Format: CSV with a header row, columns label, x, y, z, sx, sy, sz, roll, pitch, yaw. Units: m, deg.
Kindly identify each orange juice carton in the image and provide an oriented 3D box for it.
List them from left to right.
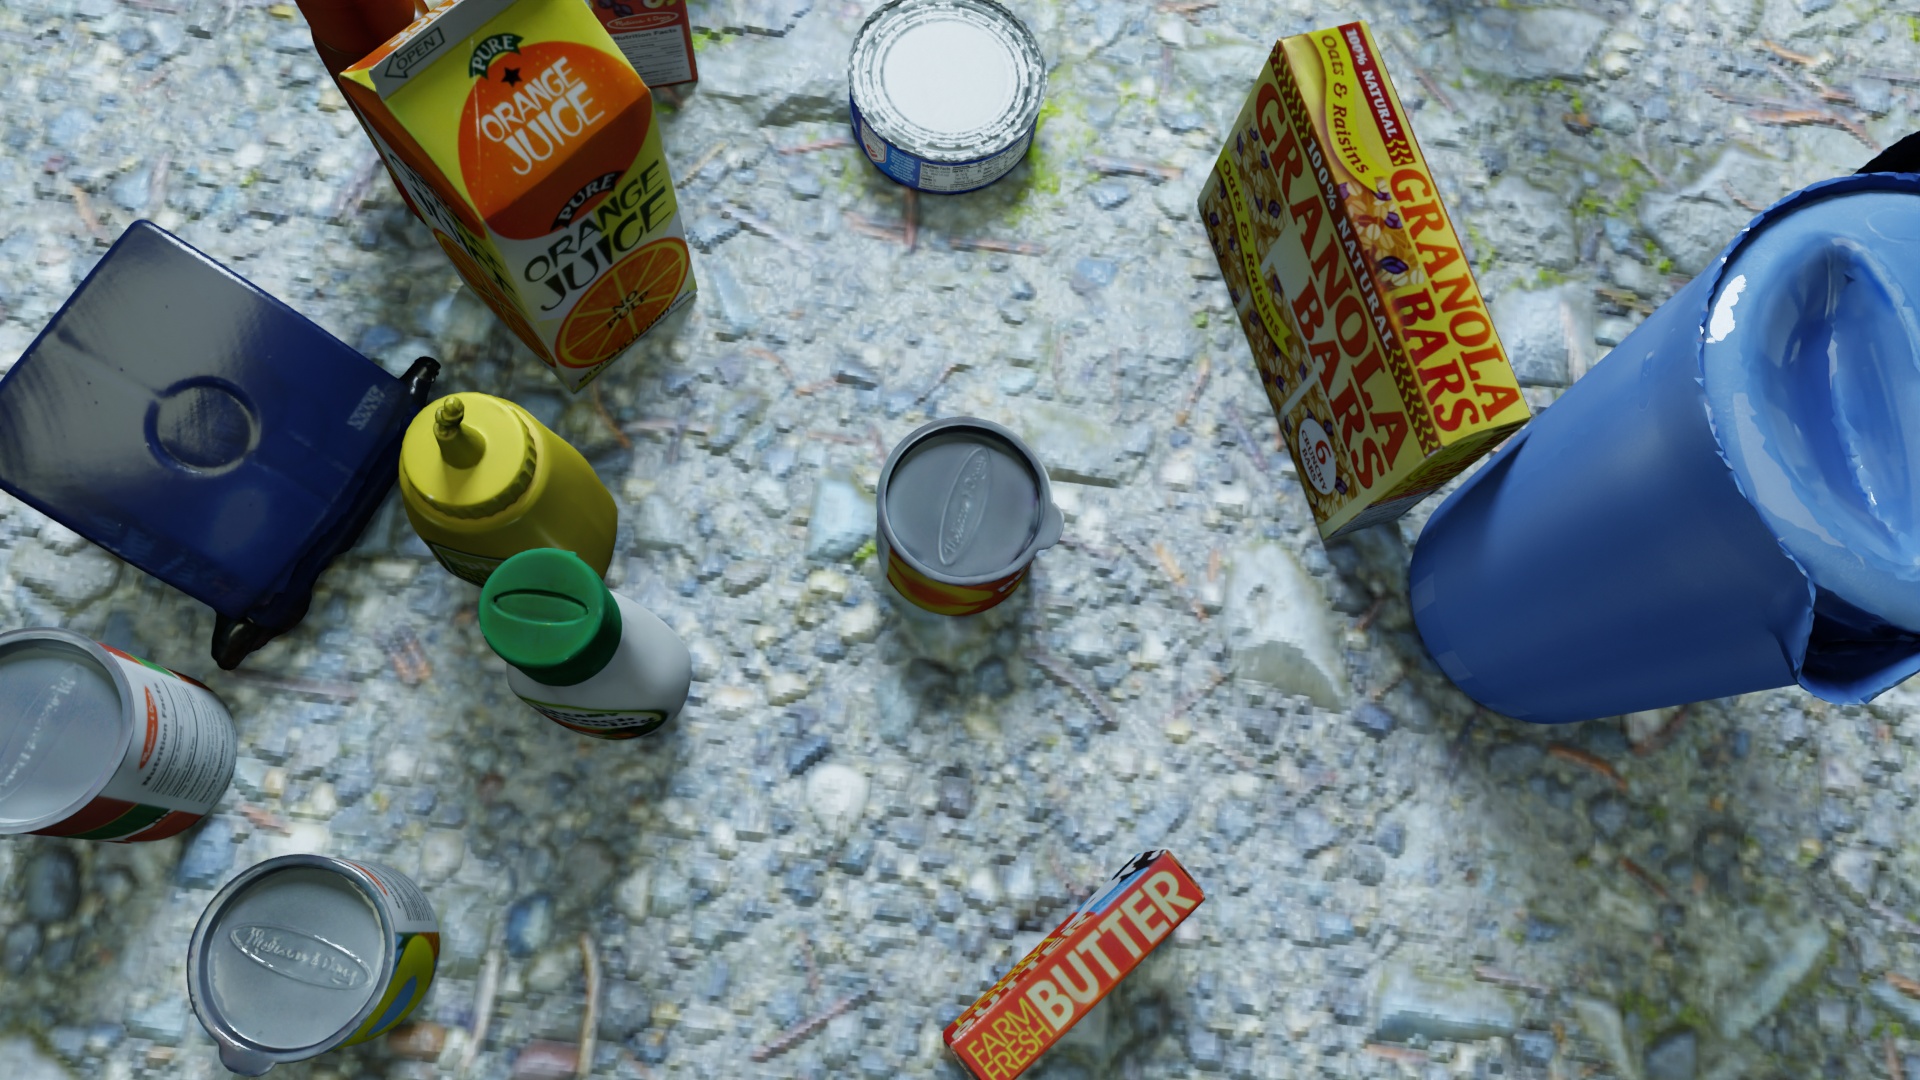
label,x,y,z,sx,sy,sz,roll,pitch,yaw
orange juice carton,-0.153,-0.132,0.496,0.073,0.192,0.072,45,76,8

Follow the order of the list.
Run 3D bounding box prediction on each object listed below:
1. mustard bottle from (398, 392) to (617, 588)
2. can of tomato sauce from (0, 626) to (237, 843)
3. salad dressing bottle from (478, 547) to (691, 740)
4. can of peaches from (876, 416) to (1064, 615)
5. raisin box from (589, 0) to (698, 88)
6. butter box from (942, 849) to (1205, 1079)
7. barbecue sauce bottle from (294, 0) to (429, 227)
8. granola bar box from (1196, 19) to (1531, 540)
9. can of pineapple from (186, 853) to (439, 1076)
label,x,y,z,sx,sy,sz,roll,pitch,yaw
mustard bottle,-0.160,-0.016,0.479,0.065,0.159,0.049,11,74,-2
can of tomato sauce,-0.304,0.070,0.483,0.071,0.083,0.071,1,74,-4
salad dressing bottle,-0.128,0.038,0.473,0.064,0.147,0.044,8,74,-3
can of peaches,0.002,-0.007,0.543,0.071,0.058,0.071,1,74,-4
raisin box,-0.139,-0.257,0.568,0.040,0.123,0.086,-10,76,-7
butter box,0.040,0.155,0.503,0.104,0.053,0.024,-39,81,-14
barbecue sauce bottle,-0.214,-0.178,0.526,0.044,0.148,0.065,-22,78,-10
granola bar box,0.151,-0.096,0.547,0.039,0.124,0.166,-15,76,-8
can of pineapple,-0.223,0.145,0.481,0.071,0.057,0.071,1,74,-4
